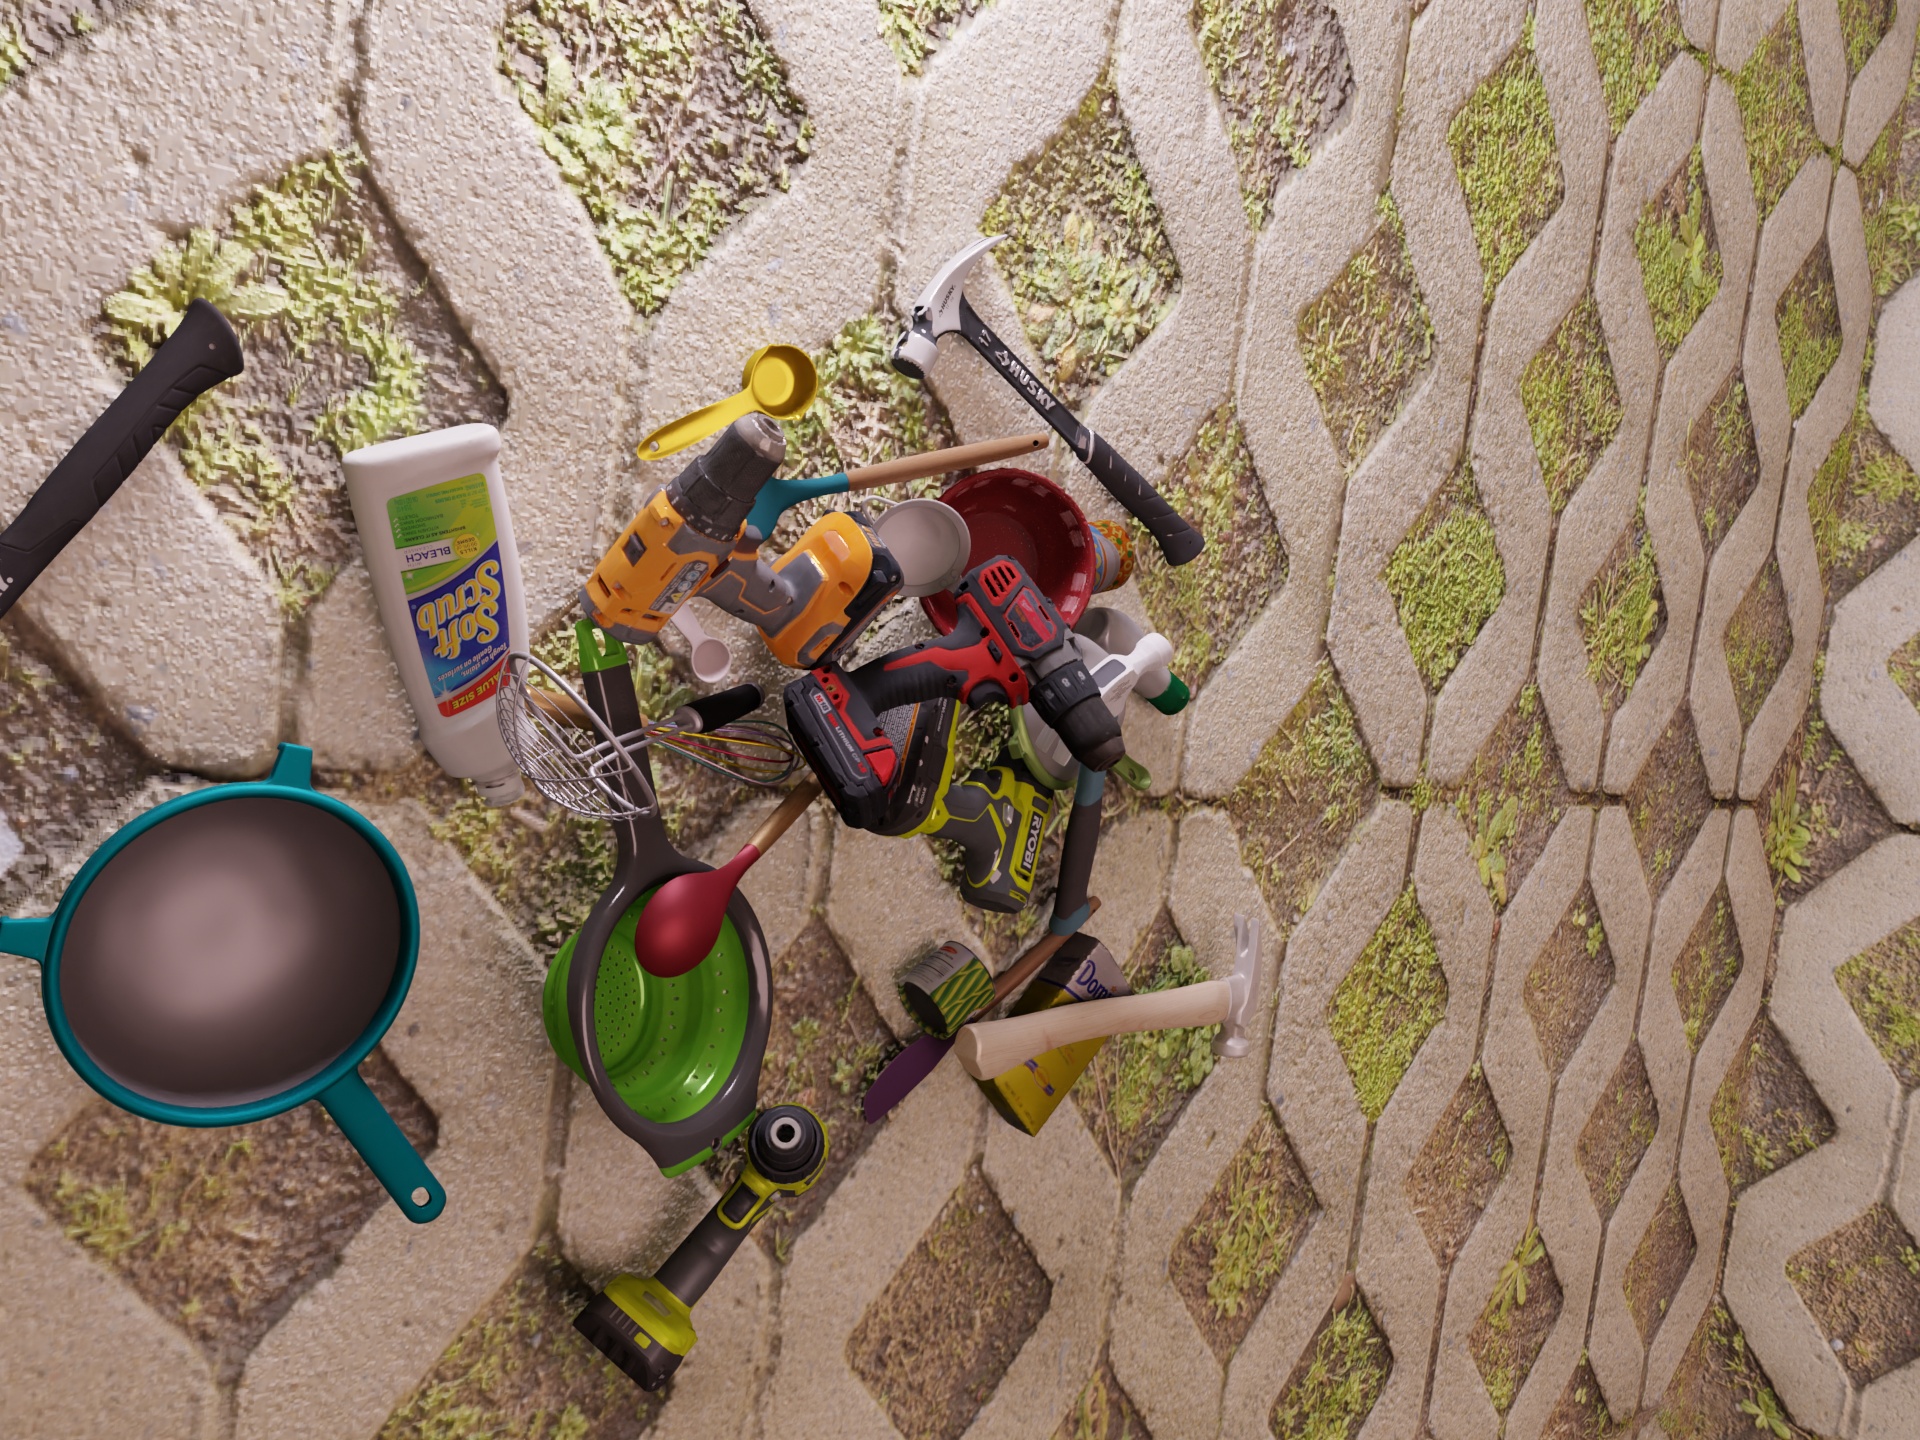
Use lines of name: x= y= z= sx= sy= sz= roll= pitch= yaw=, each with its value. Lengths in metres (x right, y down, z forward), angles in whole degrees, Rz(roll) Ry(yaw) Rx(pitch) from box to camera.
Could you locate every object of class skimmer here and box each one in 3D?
skimmer: x=-0.192 y=-0.010 z=1.069 sx=0.090 sy=0.127 sz=0.363 roll=-47 pitch=175 yaw=18

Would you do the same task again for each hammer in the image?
hammer: x=0.152 y=0.271 z=1.507 sx=0.410 sy=0.038 sz=0.146 roll=1 pitch=97 yaw=-44
hammer: x=0.112 y=0.075 z=1.391 sx=0.128 sy=0.033 sz=0.330 roll=-32 pitch=145 yaw=-31
hammer: x=-0.530 y=-0.109 z=0.904 sx=0.146 sy=0.035 sz=0.335 roll=45 pitch=68 yaw=-37
hammer: x=0.103 y=-0.263 z=1.429 sx=0.408 sy=0.036 sz=0.149 roll=37 pitch=72 yaw=-39

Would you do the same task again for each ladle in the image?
ladle: x=-0.146 y=0.087 z=1.207 sx=0.315 sy=0.031 sz=0.069 roll=-51 pitch=132 yaw=-51

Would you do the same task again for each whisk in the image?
whisk: x=-0.218 y=0.008 z=1.192 sx=0.244 sy=0.047 sz=0.051 roll=16 pitch=90 yaw=-38

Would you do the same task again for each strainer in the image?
strainer: x=0.133 y=0.006 z=1.443 sx=0.256 sy=0.069 sz=0.152 roll=38 pitch=52 yaw=-48
strainer: x=-0.430 y=0.185 z=1.006 sx=0.211 sy=0.095 sz=0.340 roll=-38 pitch=123 yaw=-27
strainer: x=0.009 y=-0.098 z=1.301 sx=0.087 sy=0.050 sz=0.258 roll=-39 pitch=113 yaw=14

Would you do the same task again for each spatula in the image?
spatula: x=0.025 y=0.256 z=1.461 sx=0.316 sy=0.018 sz=0.059 roll=-37 pitch=139 yaw=-31
spatula: x=-0.063 y=-0.191 z=1.263 sx=0.317 sy=0.044 sz=0.082 roll=-16 pitch=111 yaw=-23

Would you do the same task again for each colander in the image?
colander: x=-0.249 y=0.125 z=1.148 sx=0.204 sy=0.094 sz=0.397 roll=-23 pitch=105 yaw=-57

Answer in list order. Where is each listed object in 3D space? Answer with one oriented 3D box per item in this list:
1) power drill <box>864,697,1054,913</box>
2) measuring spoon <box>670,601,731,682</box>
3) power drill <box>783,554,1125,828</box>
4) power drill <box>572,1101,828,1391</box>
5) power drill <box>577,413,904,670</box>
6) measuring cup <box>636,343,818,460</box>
power drill: x=0.002 y=0.053 z=1.355 sx=0.223 sy=0.080 sz=0.171 roll=35 pitch=63 yaw=-50
measuring spoon: x=-0.215 y=-0.081 z=1.200 sx=0.034 sy=0.018 sz=0.124 roll=-44 pitch=116 yaw=-27
power drill: x=-0.002 y=-0.004 z=1.216 sx=0.226 sy=0.080 sz=0.188 roll=-30 pitch=75 yaw=-12
power drill: x=-0.185 y=0.388 z=1.209 sx=0.080 sy=0.190 sz=0.228 roll=38 pitch=71 yaw=9
power drill: x=-0.138 y=-0.124 z=1.139 sx=0.185 sy=0.084 sz=0.226 roll=-47 pitch=151 yaw=21
measuring cup: x=-0.179 y=-0.235 z=1.200 sx=0.156 sy=0.029 sz=0.062 roll=-31 pitch=117 yaw=-20
